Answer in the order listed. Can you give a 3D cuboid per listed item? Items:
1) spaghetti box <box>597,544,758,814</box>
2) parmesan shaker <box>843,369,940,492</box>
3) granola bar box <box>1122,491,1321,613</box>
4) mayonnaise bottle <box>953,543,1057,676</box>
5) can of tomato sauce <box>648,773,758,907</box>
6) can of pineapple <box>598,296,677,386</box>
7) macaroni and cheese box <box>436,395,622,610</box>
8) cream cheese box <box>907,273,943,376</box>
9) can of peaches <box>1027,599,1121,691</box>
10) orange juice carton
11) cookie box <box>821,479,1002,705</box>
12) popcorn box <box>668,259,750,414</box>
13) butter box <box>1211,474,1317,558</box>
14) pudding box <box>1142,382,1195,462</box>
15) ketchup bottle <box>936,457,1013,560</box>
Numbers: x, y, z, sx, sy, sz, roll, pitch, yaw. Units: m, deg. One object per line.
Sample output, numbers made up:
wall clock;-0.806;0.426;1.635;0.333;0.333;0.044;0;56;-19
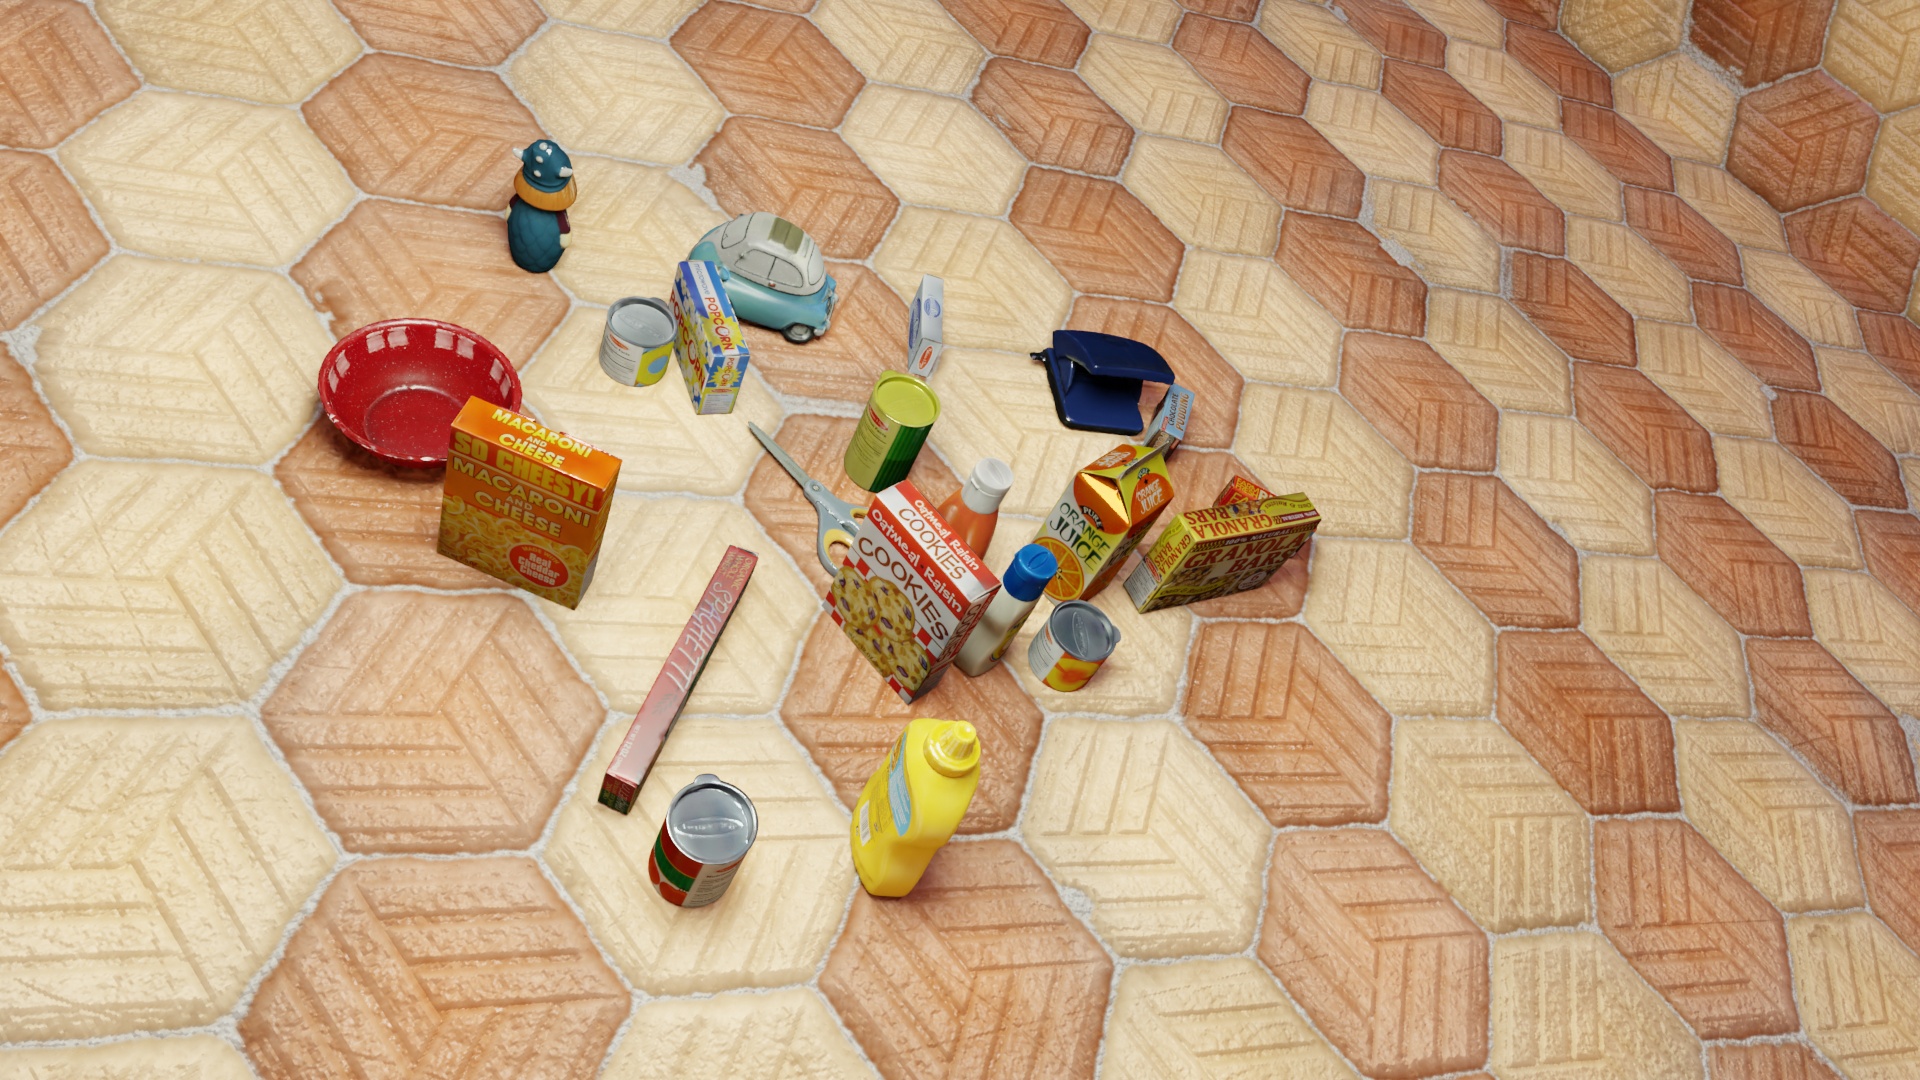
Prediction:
spaghetti box;-0.225;0.105;1.127;0.029;0.050;0.251;25;47;-5
parmesan shaker;-0.068;-0.104;1.331;0.071;0.102;0.072;13;50;-15
granola bar box;0.259;0.012;1.375;0.166;0.123;0.039;-10;59;-31
mayonnaise bottle;0.040;0.060;1.220;0.041;0.147;0.065;43;49;11
can of tomato sauce;-0.192;0.223;1.026;0.071;0.082;0.071;13;50;-15
can of pineapple;-0.305;-0.189;1.320;0.071;0.057;0.071;13;50;-15
macaroni and cheese box;-0.344;-0.027;1.099;0.124;0.165;0.040;24;48;-6
cream cheese box;-0.037;-0.230;1.479;0.024;0.053;0.104;13;50;-15
can of peaches;0.104;0.098;1.280;0.071;0.057;0.071;13;50;-15
orange juice carton;0.132;-0.020;1.296;0.073;0.191;0.072;47;49;15
cookie box;-0.044;0.046;1.179;0.040;0.166;0.123;-29;70;-38
popcorn box;-0.245;-0.196;1.335;0.038;0.084;0.127;-7;57;-29
butter box;0.324;-0.025;1.483;0.103;0.052;0.024;28;47;-2
pudding box;0.227;-0.128;1.523;0.030;0.049;0.084;26;47;-4
ketchup bottle;0.005;-0.016;1.263;0.044;0.148;0.065;-17;63;-34
